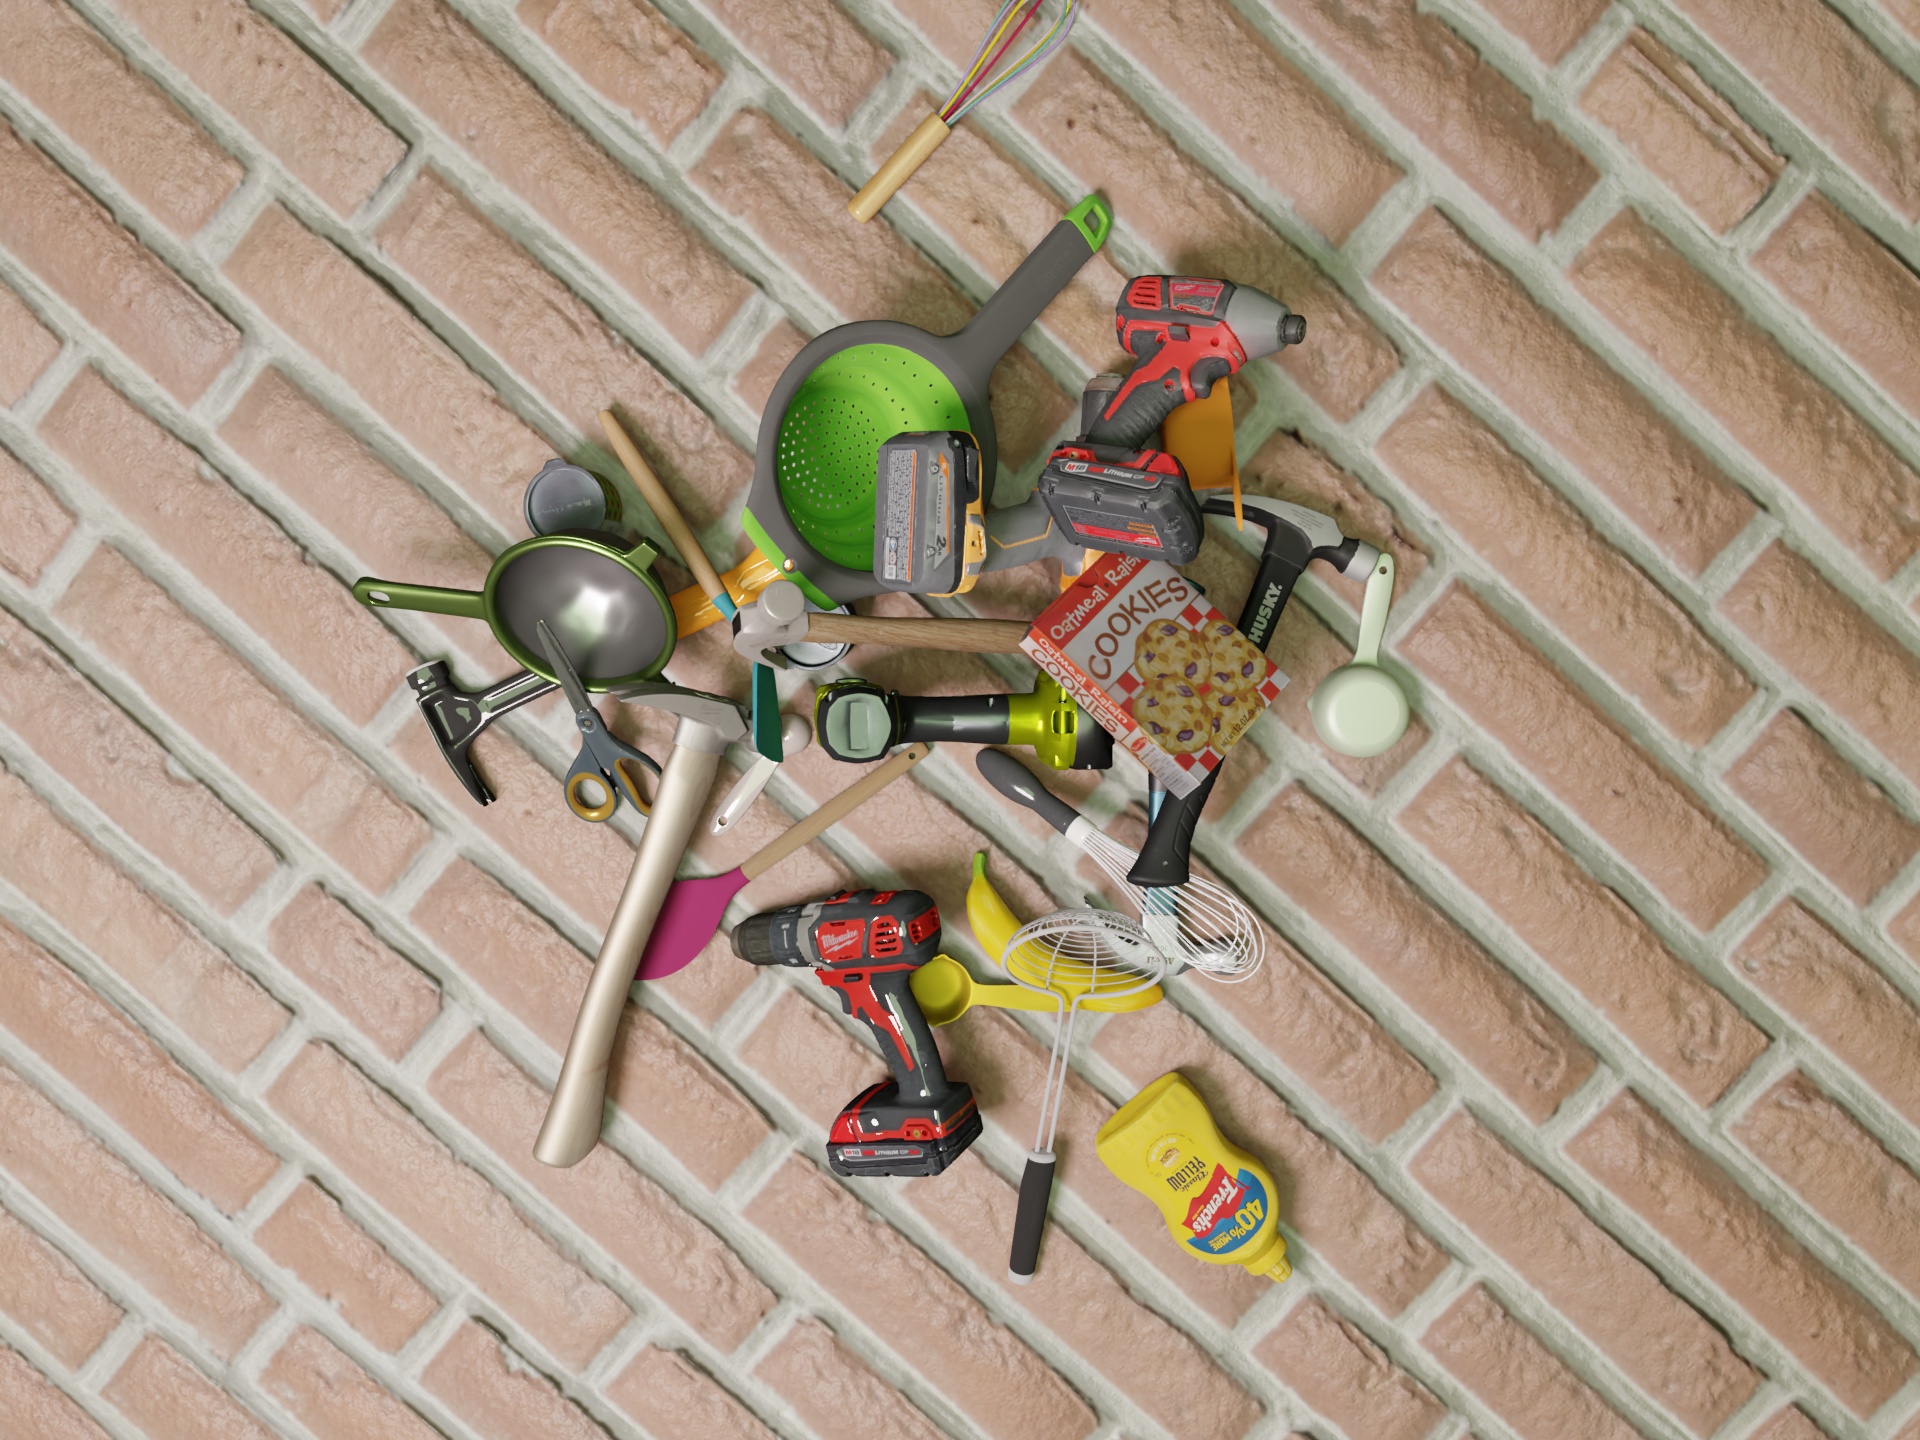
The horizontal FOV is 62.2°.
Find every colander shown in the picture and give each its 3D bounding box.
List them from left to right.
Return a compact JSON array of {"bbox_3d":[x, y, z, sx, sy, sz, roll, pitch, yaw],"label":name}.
[{"bbox_3d":[-0.029,-0.265,1.248,0.397,0.095,0.204,-50,121,-12],"label":"colander"}]

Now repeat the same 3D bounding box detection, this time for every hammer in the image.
[{"bbox_3d":[-0.273,0.169,1.275,0.146,0.038,0.410,14,100,-38],"label":"hammer"},{"bbox_3d":[-0.278,-0.054,1.299,0.337,0.034,0.127,-26,94,4],"label":"hammer"},{"bbox_3d":[-0.015,-0.066,1.222,0.331,0.130,0.031,1,76,-26],"label":"hammer"},{"bbox_3d":[0.170,0.044,1.298,0.128,0.033,0.331,2,96,0],"label":"hammer"},{"bbox_3d":[0.203,-0.023,1.235,0.146,0.035,0.335,26,76,-4],"label":"hammer"}]

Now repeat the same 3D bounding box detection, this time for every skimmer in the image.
[{"bbox_3d":[0.077,0.310,1.268,0.127,0.090,0.363,7,107,-5],"label":"skimmer"}]

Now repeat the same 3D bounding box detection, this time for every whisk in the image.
[{"bbox_3d":[-0.002,-0.488,1.245,0.051,0.047,0.245,44,98,-4],"label":"whisk"},{"bbox_3d":[0.121,0.106,1.258,0.285,0.070,0.070,38,96,21],"label":"whisk"}]

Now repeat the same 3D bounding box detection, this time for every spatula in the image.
[{"bbox_3d":[-0.211,-0.112,1.250,0.044,0.082,0.318,-33,79,3],"label":"spatula"}]

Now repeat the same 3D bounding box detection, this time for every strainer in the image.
[{"bbox_3d":[-0.340,-0.103,1.241,0.256,0.069,0.151,6,132,5],"label":"strainer"}]

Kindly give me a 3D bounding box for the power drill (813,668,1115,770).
[{"bbox_3d":[-0.002,-0.004,1.239,0.223,0.171,0.080,0,94,-7],"label":"power drill"}]

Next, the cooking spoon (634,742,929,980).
[{"bbox_3d":[-0.157,0.113,1.320,0.319,0.017,0.069,-35,86,5],"label":"cooking spoon"}]

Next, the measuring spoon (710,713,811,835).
[{"bbox_3d":[-0.169,0.047,1.314,0.034,0.018,0.124,38,96,-3],"label":"measuring spoon"}]

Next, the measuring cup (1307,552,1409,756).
[{"bbox_3d":[0.331,-0.051,1.280,0.083,0.038,0.167,8,98,1],"label":"measuring cup"}]

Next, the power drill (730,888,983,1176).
[{"bbox_3d":[-0.086,0.248,1.288,0.188,0.080,0.226,-9,99,30],"label":"power drill"}]

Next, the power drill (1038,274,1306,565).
[{"bbox_3d":[0.157,-0.229,1.162,0.143,0.078,0.220,14,69,29],"label":"power drill"}]

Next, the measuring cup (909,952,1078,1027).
[{"bbox_3d":[0.028,0.226,1.329,0.156,0.029,0.062,6,95,-11],"label":"measuring cup"}]

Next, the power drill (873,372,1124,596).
[{"bbox_3d":[0.049,-0.178,1.213,0.226,0.084,0.185,-2,99,-35],"label":"power drill"}]

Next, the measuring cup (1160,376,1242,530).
[{"bbox_3d":[0.183,-0.196,1.212,0.052,0.174,0.095,-4,132,5],"label":"measuring cup"}]
